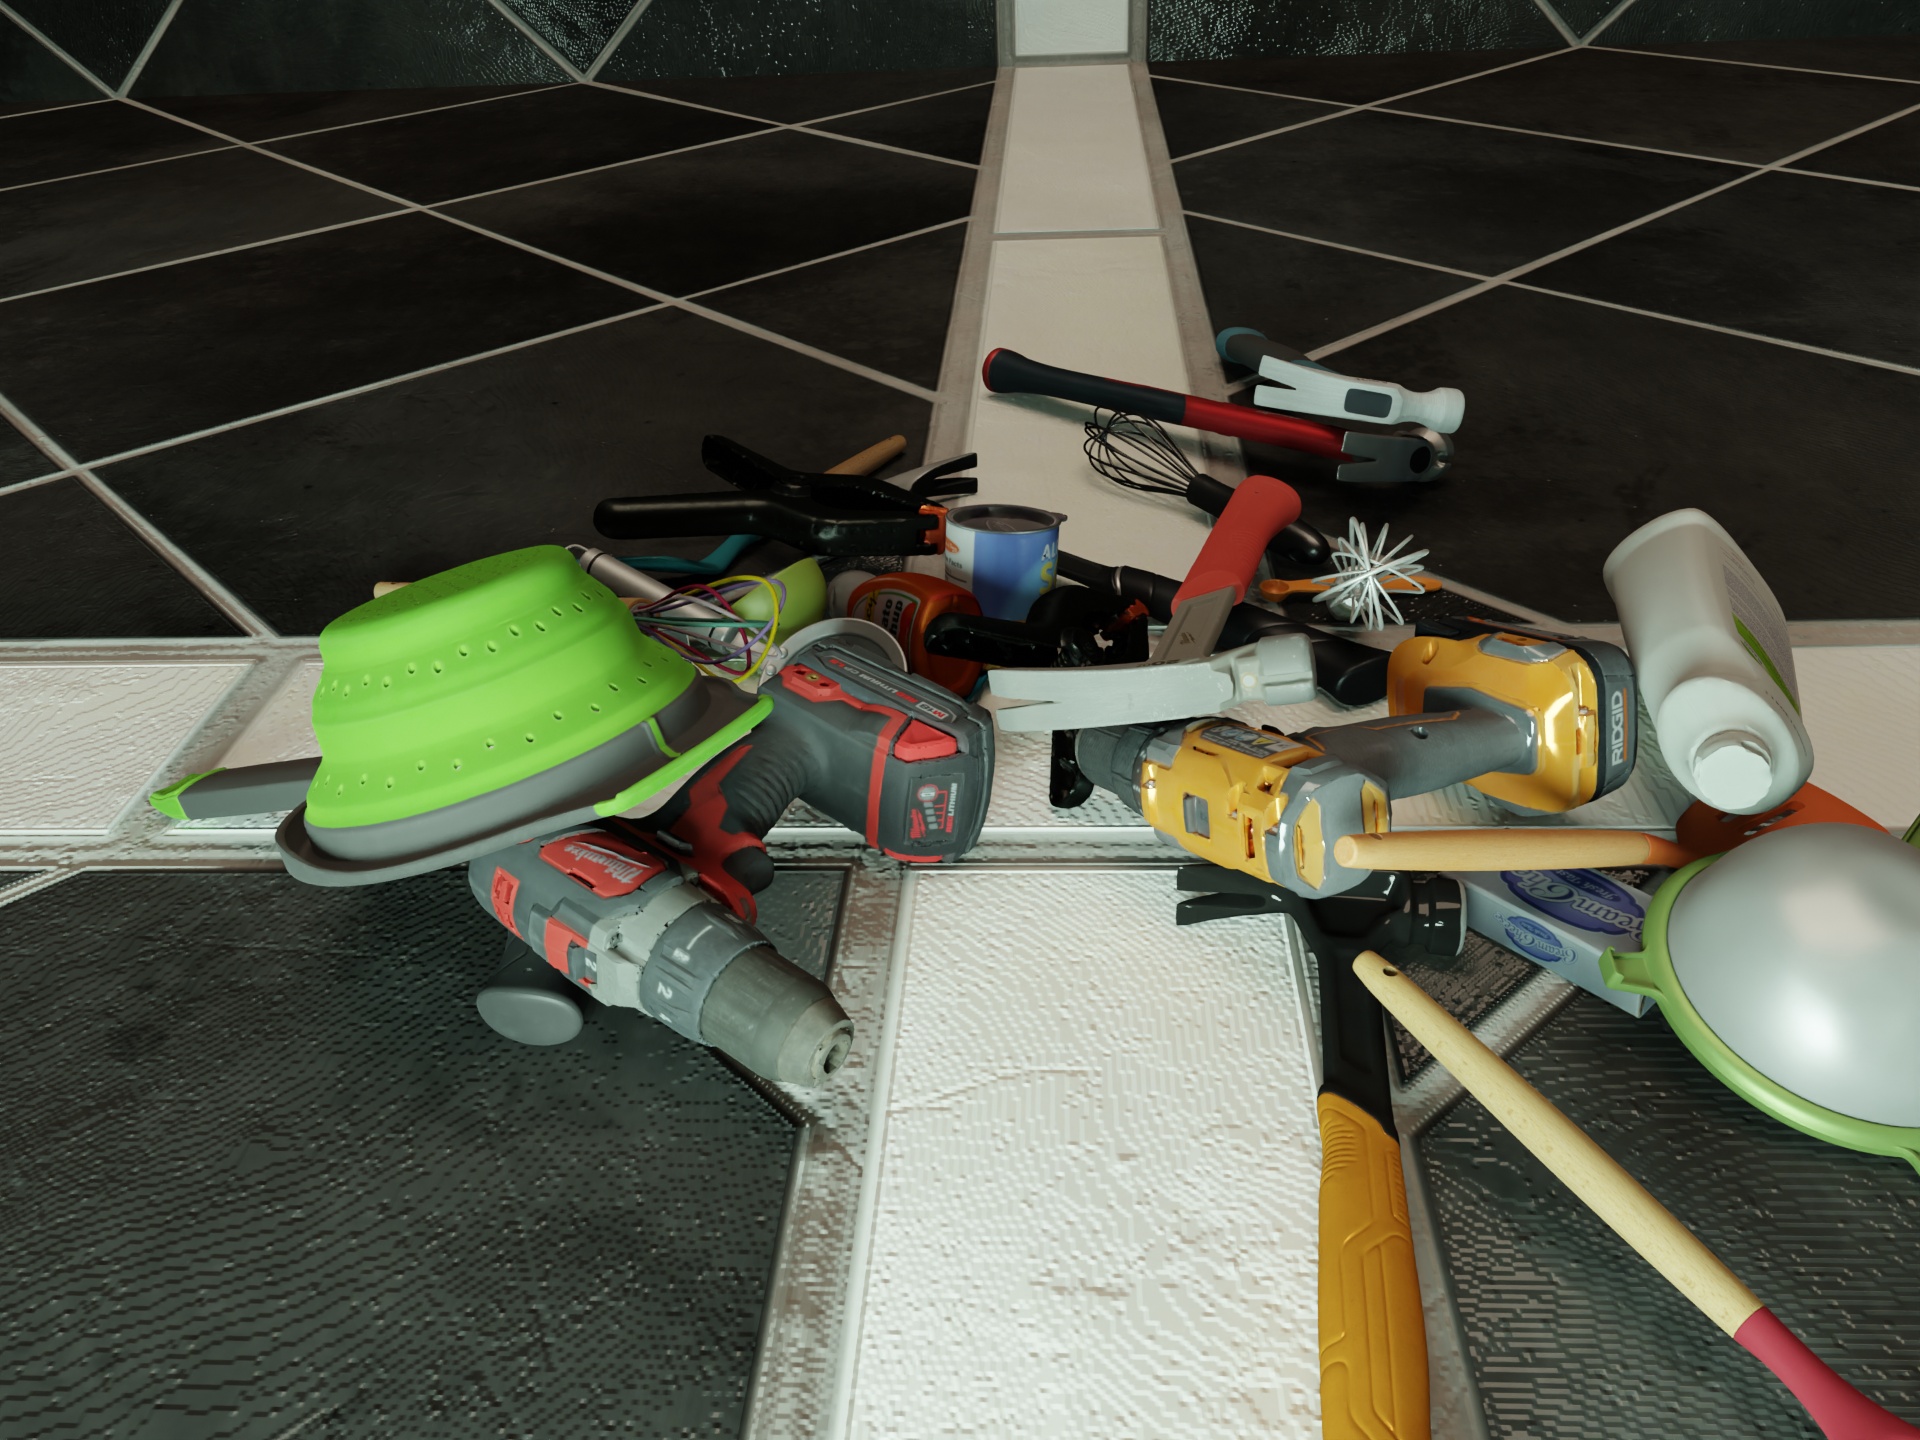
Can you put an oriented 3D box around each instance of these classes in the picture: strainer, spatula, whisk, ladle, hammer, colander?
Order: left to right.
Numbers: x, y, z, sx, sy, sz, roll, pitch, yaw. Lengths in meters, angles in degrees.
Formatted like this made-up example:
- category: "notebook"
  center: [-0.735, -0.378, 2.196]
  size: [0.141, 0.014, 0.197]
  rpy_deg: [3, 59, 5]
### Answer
- category: "colander"
  center: [-0.272, -0.009, 0.732]
  size: [0.397, 0.094, 0.204]
  rpy_deg: [-6, 20, 35]
- category: "hammer"
  center: [-0.204, 0.042, 0.810]
  size: [0.146, 0.035, 0.335]
  rpy_deg: [-9, 33, -8]
- category: "ladle"
  center: [-0.232, -0.080, 0.989]
  size: [0.320, 0.062, 0.078]
  rpy_deg: [6, 16, 19]
- category: "whisk"
  center: [-0.158, -0.049, 0.826]
  size: [0.051, 0.047, 0.245]
  rpy_deg: [-18, 14, -33]
- category: "strainer"
  center: [-0.124, -0.044, 0.891]
  size: [0.258, 0.050, 0.087]
  rpy_deg: [28, 73, 19]
- category: "spatula"
  center: [-0.131, -0.151, 1.103]
  size: [0.082, 0.044, 0.317]
  rpy_deg: [1, 28, 35]
- category: "hammer"
  center: [0.088, -0.092, 1.001]
  size: [0.409, 0.036, 0.149]
  rpy_deg: [24, 40, 36]
- category: "hammer"
  center: [0.160, -0.232, 1.187]
  size: [0.387, 0.038, 0.143]
  rpy_deg: [21, 21, 37]
- category: "whisk"
  center: [0.165, -0.162, 1.096]
  size: [0.055, 0.055, 0.239]
  rpy_deg: [-22, 41, -28]
- category: "hammer"
  center: [0.132, -0.075, 0.873]
  size: [0.149, 0.036, 0.359]
  rpy_deg: [-5, 20, 19]
- category: "hammer"
  center: [0.256, -0.265, 1.203]
  size: [0.128, 0.033, 0.331]
  rpy_deg: [5, 19, -9]
- category: "hammer"
  center: [0.139, 0.165, 0.586]
  size: [0.127, 0.034, 0.337]
  rpy_deg: [3, 33, 8]
- category: "whisk"
  center: [0.213, -0.071, 0.856]
  size: [0.059, 0.058, 0.246]
  rpy_deg: [-23, -4, 10]
- category: "spatula"
  center: [0.287, 0.048, 0.704]
  size: [0.322, 0.041, 0.081]
  rpy_deg: [2, 26, -33]
- category: "ladle"
  center: [0.240, 0.180, 0.530]
  size: [0.069, 0.031, 0.316]
  rpy_deg: [-15, 40, -28]
- category: "strainer"
  center: [0.393, 0.065, 0.656]
  size: [0.152, 0.069, 0.256]
  rpy_deg: [35, 53, 28]

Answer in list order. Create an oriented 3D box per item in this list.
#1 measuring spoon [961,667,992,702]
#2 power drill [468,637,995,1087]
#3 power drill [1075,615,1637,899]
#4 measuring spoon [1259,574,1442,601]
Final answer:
- category: "measuring spoon"
  center: [-0.001, -0.003, 0.887]
  size: [0.042, 0.021, 0.129]
  rpy_deg: [-5, 21, 19]
- category: "power drill"
  center: [-0.075, 0.060, 0.708]
  size: [0.188, 0.080, 0.227]
  rpy_deg: [27, 38, 27]
- category: "power drill"
  center: [0.182, 0.011, 0.762]
  size: [0.226, 0.084, 0.185]
  rpy_deg: [-15, 18, -26]
- category: "measuring spoon"
  center: [0.244, -0.081, 0.996]
  size: [0.117, 0.011, 0.021]
  rpy_deg: [-2, 32, -5]
